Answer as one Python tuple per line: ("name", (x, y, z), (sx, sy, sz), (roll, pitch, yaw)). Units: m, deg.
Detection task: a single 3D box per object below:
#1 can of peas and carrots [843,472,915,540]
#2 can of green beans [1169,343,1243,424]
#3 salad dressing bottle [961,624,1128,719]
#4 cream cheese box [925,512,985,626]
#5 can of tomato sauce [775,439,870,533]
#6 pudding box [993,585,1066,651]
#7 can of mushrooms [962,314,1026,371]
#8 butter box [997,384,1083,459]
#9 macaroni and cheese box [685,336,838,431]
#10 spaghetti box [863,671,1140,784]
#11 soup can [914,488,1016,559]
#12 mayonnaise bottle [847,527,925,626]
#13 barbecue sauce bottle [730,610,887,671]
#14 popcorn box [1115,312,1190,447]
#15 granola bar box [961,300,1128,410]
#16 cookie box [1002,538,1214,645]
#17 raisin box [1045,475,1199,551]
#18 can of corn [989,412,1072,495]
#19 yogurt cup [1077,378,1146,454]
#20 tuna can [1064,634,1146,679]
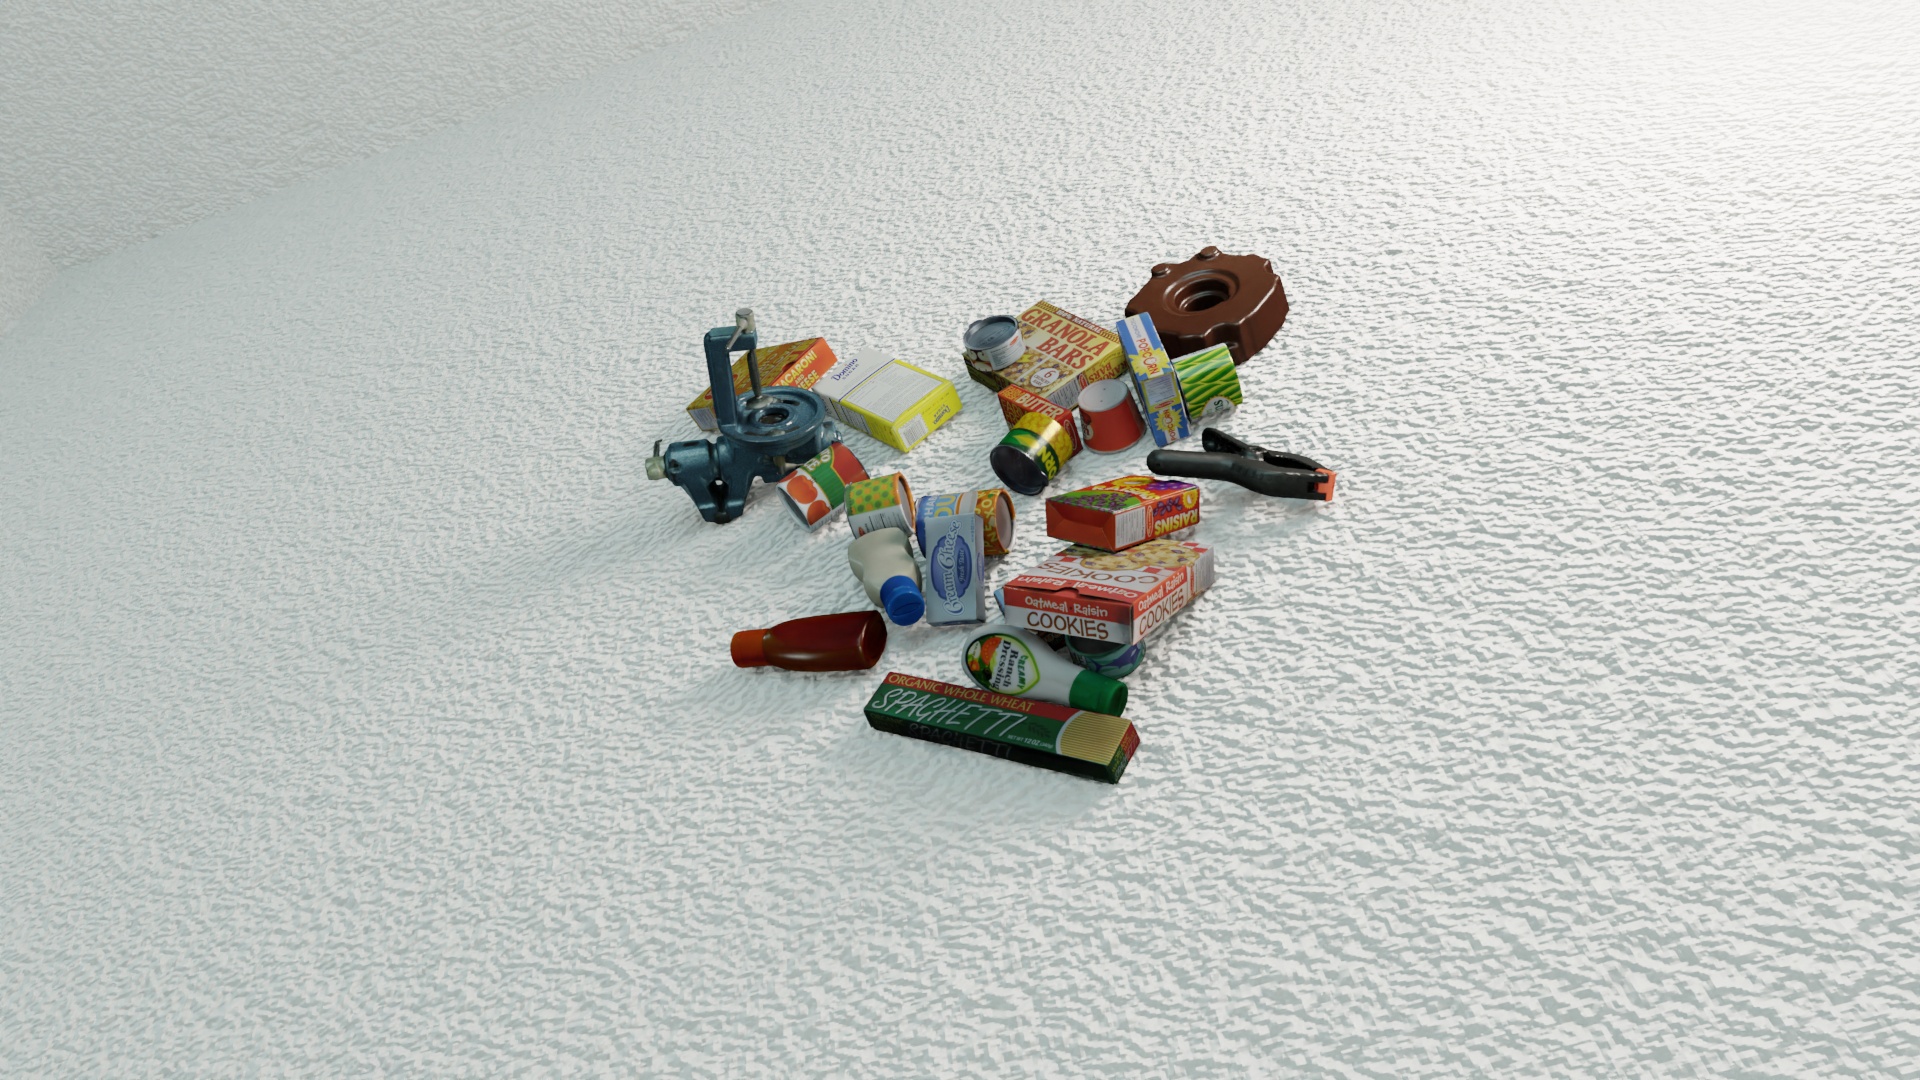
("can of peas and carrots", (-0.082, -0.035, 1.435), (0.059, 0.070, 0.071), (-13, 38, 11))
("can of green beans", (0.252, -0.162, 1.421), (0.058, 0.071, 0.071), (-17, 38, 6))
("salad dressing bottle", (0.072, 0.116, 1.189), (0.148, 0.044, 0.064), (17, 97, 32))
("cream cheese box", (-0.005, 0.028, 1.314), (0.053, 0.024, 0.104), (-7, 76, 21))
("can of tomato sauce", (-0.149, -0.059, 1.496), (0.083, 0.071, 0.071), (-37, 40, -17))
("pudding box", (0.068, 0.068, 1.267), (0.050, 0.030, 0.084), (-26, 38, -5))
("can of mushrooms", (0.037, -0.223, 1.565), (0.071, 0.033, 0.071), (-15, 39, 13))
("butter box", (0.083, -0.127, 1.474), (0.024, 0.053, 0.104), (-36, 40, -19))
("macaroni and cheese box", (-0.244, -0.190, 1.693), (0.166, 0.040, 0.124), (-1, 41, 49))
("spaghetti box", (0.029, 0.157, 1.181), (0.250, 0.028, 0.050), (8, 46, 33))
("soup can", (0.005, -0.017, 1.367), (0.084, 0.071, 0.072), (-6, 41, 21))
("mayonnaise bottle", (-0.067, 0.035, 1.344), (0.065, 0.041, 0.148), (-20, 26, -6))
("barbecue sauce bottle", (-0.148, 0.099, 1.327), (0.148, 0.043, 0.065), (-6, 32, 22))
("popcorn box", (0.199, -0.169, 1.440), (0.038, 0.085, 0.127), (-17, 38, 6))
("granola bar box", (0.098, -0.205, 1.572), (0.124, 0.039, 0.166), (-36, 39, -15))
("cookie box", (0.131, 0.037, 1.207), (0.123, 0.040, 0.168), (7, 20, 32))
("raisin box", (0.151, -0.028, 1.286), (0.124, 0.040, 0.086), (-16, 19, -40))
("can of corn", (0.075, -0.088, 1.422), (0.071, 0.071, 0.058), (13, 50, 38))
("yogurt cup", (0.154, -0.131, 1.443), (0.072, 0.053, 0.073), (-13, 39, 11))
("tuna can", (0.124, 0.090, 1.210), (0.071, 0.032, 0.071), (-14, 38, 11))
